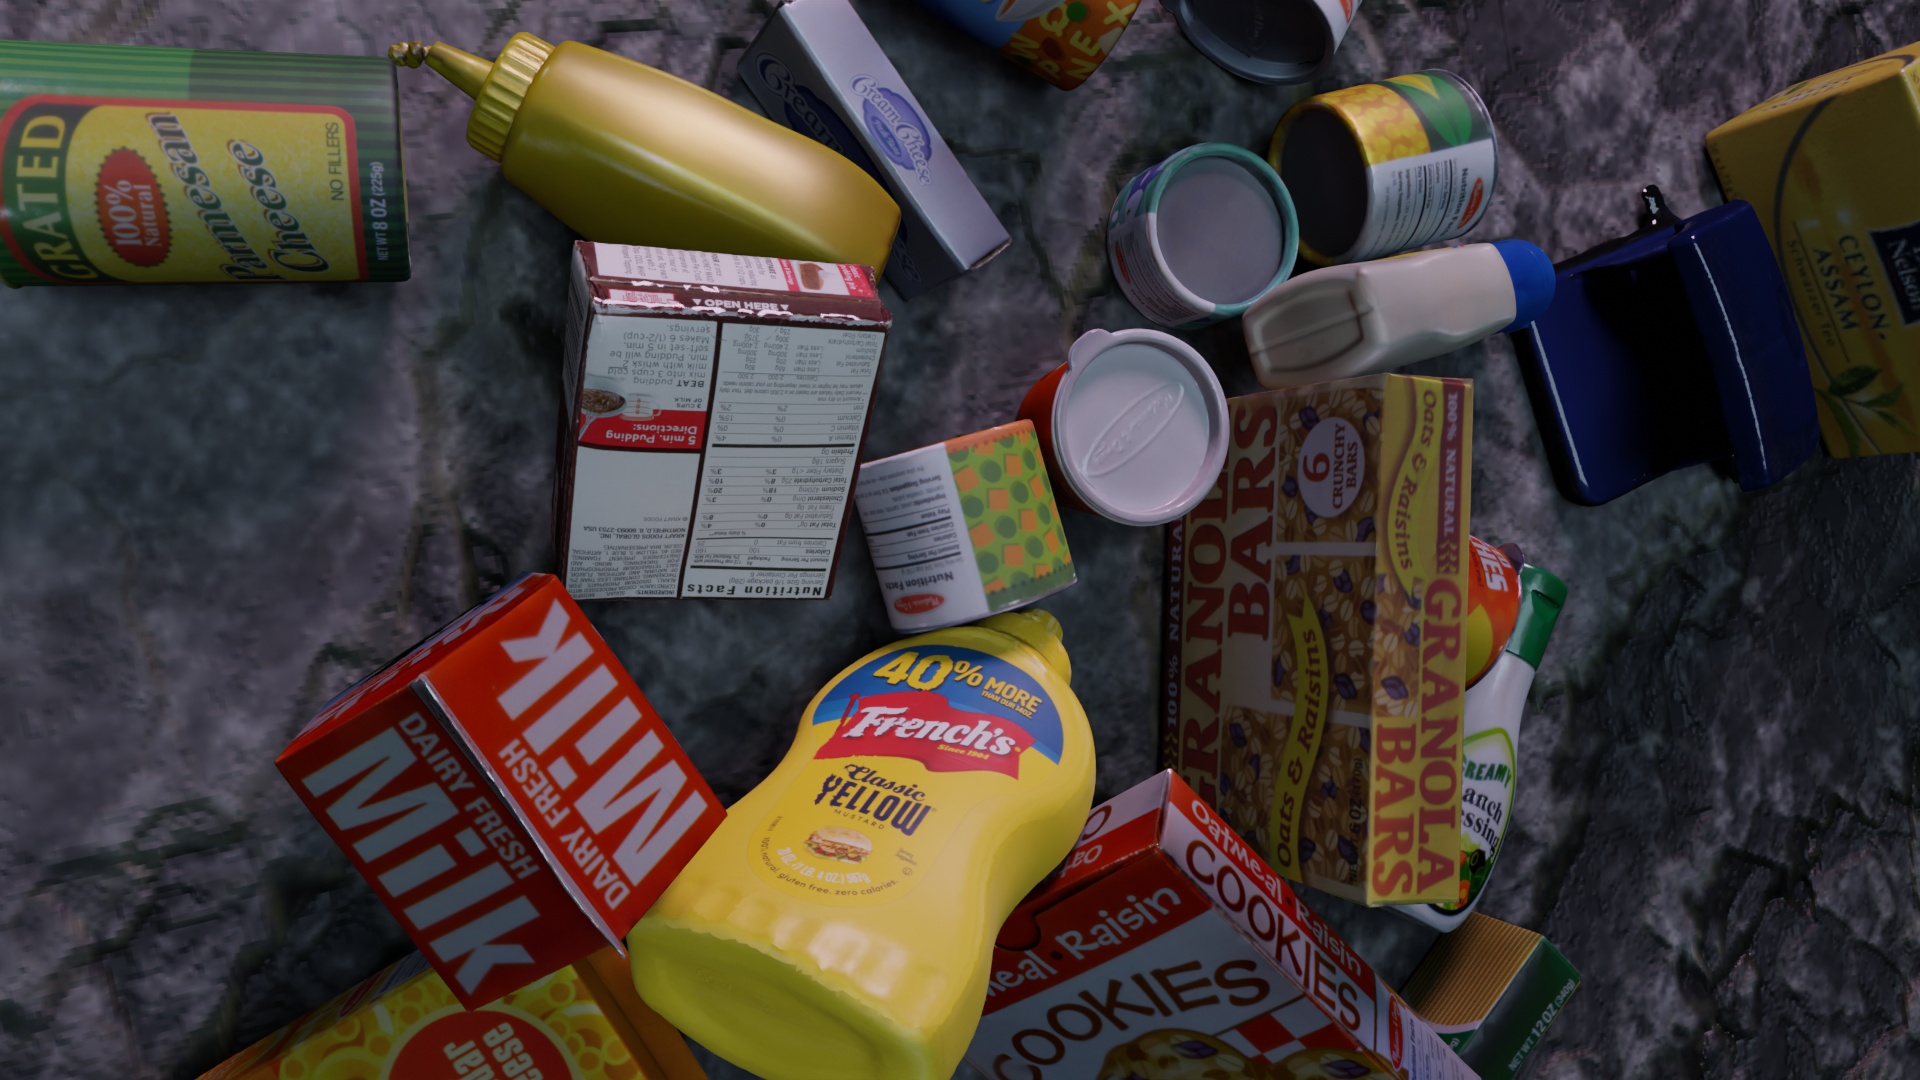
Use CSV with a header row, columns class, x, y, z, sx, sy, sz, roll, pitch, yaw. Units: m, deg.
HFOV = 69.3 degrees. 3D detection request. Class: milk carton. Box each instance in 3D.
class,x,y,z,sx,sy,sz,roll,pitch,yaw
milk carton,-0.118,0.057,0.360,0.074,0.190,0.072,-36,102,-17

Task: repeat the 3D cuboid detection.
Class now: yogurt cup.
class,x,y,z,sx,sy,sz,roll,pitch,yaw
yogurt cup,0.054,-0.039,0.498,0.072,0.054,0.072,0,89,-20

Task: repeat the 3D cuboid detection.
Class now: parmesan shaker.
class,x,y,z,sx,sy,sz,roll,pitch,yaw
parmesan shaker,-0.212,-0.108,0.392,0.103,0.071,0.071,-5,91,-20

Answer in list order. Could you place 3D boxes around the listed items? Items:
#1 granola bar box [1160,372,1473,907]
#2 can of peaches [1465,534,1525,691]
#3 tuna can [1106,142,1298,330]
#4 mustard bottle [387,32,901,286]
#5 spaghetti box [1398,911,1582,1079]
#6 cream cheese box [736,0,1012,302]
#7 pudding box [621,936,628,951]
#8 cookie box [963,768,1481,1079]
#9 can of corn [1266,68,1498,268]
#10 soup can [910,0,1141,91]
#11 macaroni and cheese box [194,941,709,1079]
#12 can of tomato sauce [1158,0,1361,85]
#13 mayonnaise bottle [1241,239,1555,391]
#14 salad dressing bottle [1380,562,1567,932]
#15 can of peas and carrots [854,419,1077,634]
class,x,y,z,sx,sy,sz,roll,pitch,yaw
granola bar box,0.118,0.031,0.483,0.039,0.124,0.165,3,88,-23
can of peaches,0.170,0.019,0.533,0.058,0.071,0.071,25,81,-18
tuna can,0.094,-0.116,0.525,0.071,0.033,0.071,0,90,-20
mustard bottle,-0.099,-0.119,0.437,0.160,0.065,0.049,26,58,-16
spaghetti box,0.145,0.249,0.529,0.028,0.050,0.251,46,75,-12
cream cheese box,-0.030,-0.132,0.468,0.024,0.053,0.103,-41,103,-21
pudding box,-0.065,0.122,0.453,0.084,0.049,0.030,-1,88,-20
cookie box,0.075,0.167,0.470,0.167,0.122,0.040,45,32,-14
can of corn,0.159,-0.143,0.534,0.058,0.071,0.071,-17,95,-19
soup can,0.019,-0.205,0.478,0.084,0.071,0.071,24,81,-19
macaroni and cheese box,-0.154,0.188,0.393,0.166,0.040,0.123,-30,96,1
can of tomato sauce,0.125,-0.227,0.523,0.071,0.071,0.083,32,78,-17
mayonnaise bottle,0.175,-0.090,0.529,0.149,0.064,0.041,-18,91,-39
salad dressing bottle,0.199,0.079,0.555,0.064,0.044,0.148,29,79,-22
can of peas and carrots,0.002,-0.006,0.473,0.071,0.071,0.058,-17,95,-20
